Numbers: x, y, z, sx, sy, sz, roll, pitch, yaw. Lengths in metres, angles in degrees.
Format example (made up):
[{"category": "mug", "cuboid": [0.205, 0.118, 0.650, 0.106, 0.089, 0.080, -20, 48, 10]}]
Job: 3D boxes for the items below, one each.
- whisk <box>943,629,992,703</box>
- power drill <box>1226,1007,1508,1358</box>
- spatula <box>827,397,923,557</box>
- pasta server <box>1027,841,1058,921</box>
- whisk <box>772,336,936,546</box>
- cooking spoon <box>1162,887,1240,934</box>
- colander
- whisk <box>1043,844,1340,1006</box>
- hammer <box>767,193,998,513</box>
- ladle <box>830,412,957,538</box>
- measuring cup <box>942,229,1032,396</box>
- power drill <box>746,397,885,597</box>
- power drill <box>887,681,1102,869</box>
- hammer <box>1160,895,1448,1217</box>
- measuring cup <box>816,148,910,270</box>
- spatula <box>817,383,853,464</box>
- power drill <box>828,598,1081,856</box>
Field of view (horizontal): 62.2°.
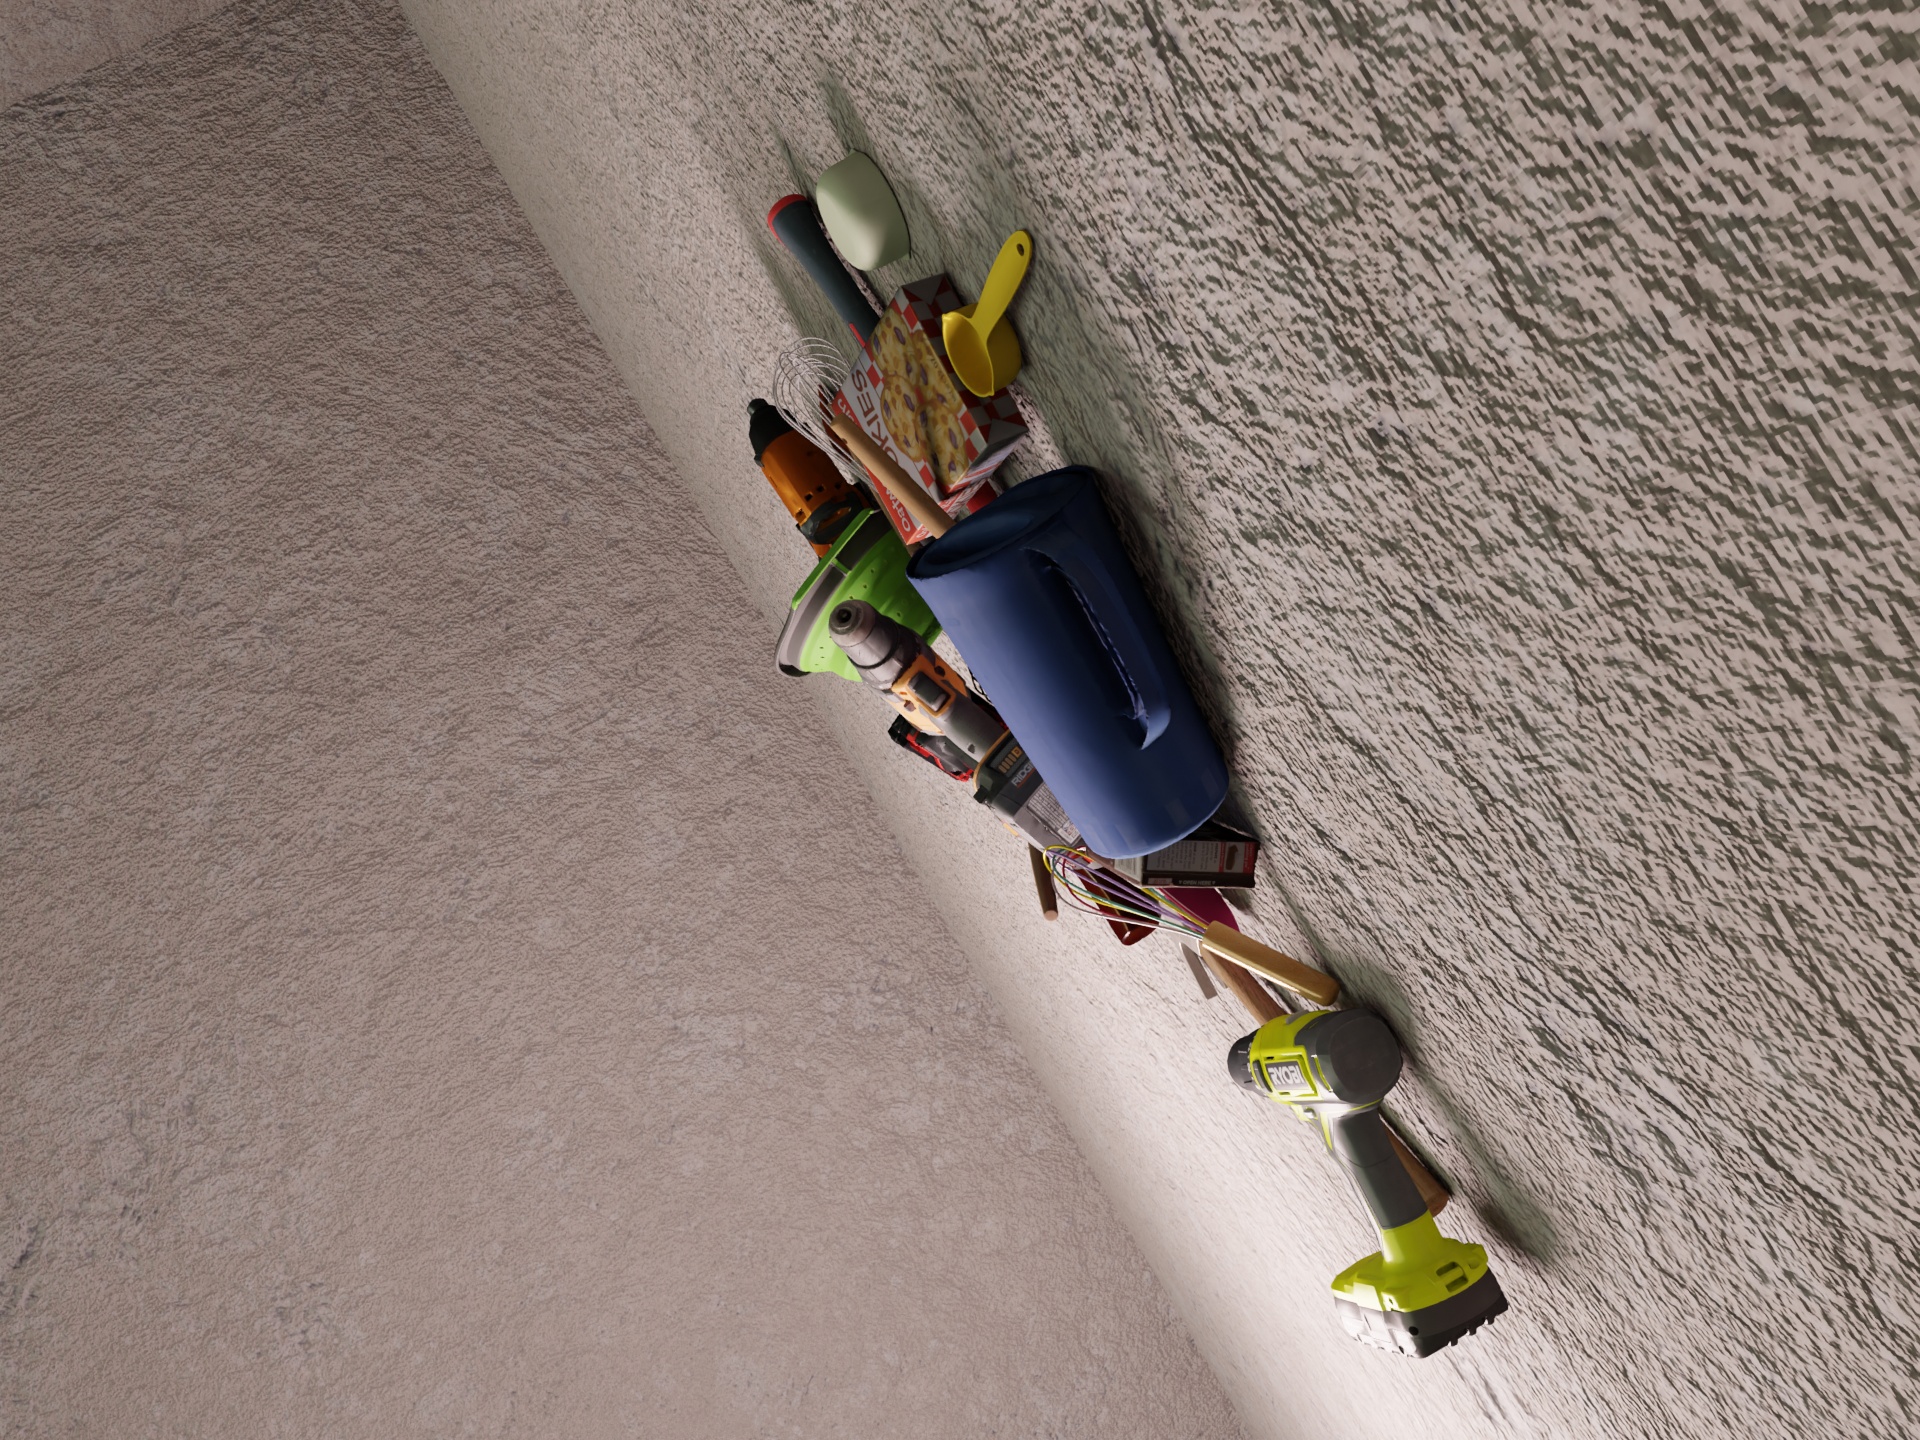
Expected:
[{"category": "whisk", "cuboid": [0.013, -0.071, 1.494, 0.055, 0.055, 0.239, 65, 173, -30]}, {"category": "power drill", "cuboid": [0.272, 0.314, 1.117, 0.228, 0.080, 0.190, 67, 161, 7]}, {"category": "spatula", "cuboid": [-0.041, -0.150, 1.267, 0.059, 0.018, 0.316, 23, -148, -53]}, {"category": "pasta server", "cuboid": [0.065, 0.109, 1.539, 0.060, 0.040, 0.316, 53, -168, -22]}, {"category": "whisk", "cuboid": [-0.052, -0.183, 1.225, 0.285, 0.070, 0.070, 52, 169, 11]}, {"category": "cooking spoon", "cuboid": [0.138, 0.080, 1.313, 0.068, 0.017, 0.319, 13, -152, -36]}, {"category": "colander", "cuboid": [-0.063, -0.089, 1.514, 0.094, 0.204, 0.397, 38, 177, 7]}, {"category": "whisk", "cuboid": [0.163, 0.148, 1.163, 0.245, 0.051, 0.047, 25, 114, 28]}, {"category": "hammer", "cuboid": [-0.036, -0.253, 1.203, 0.386, 0.038, 0.143, 57, 169, 12]}, {"category": "ladle", "cuboid": [0.016, -0.091, 1.118, 0.320, 0.062, 0.078, 43, 166, -25]}, {"category": "measuring cup", "cuboid": [0.027, -0.251, 0.958, 0.062, 0.029, 0.156, 58, 159, 8]}, {"category": "power drill", "cuboid": [-0.138, -0.221, 1.579, 0.164, 0.084, 0.226, 56, -179, 20]}, {"category": "power drill", "cuboid": [0.050, 0.053, 1.400, 0.220, 0.078, 0.143, 38, -178, 36]}, {"category": "hammer", "cuboid": [0.260, 0.253, 1.243, 0.332, 0.031, 0.129, 51, 167, 40]}, {"category": "measuring cup", "cuboid": [-0.082, -0.350, 1.136, 0.083, 0.038, 0.168, 61, 168, -12]}, {"category": "spatula", "cuboid": [-0.072, -0.246, 1.457, 0.323, 0.041, 0.081, 35, 155, 58]}, {"category": "power drill", "cuboid": [-0.002, -0.004, 1.256, 0.226, 0.084, 0.185, 41, 179, 34]}]
